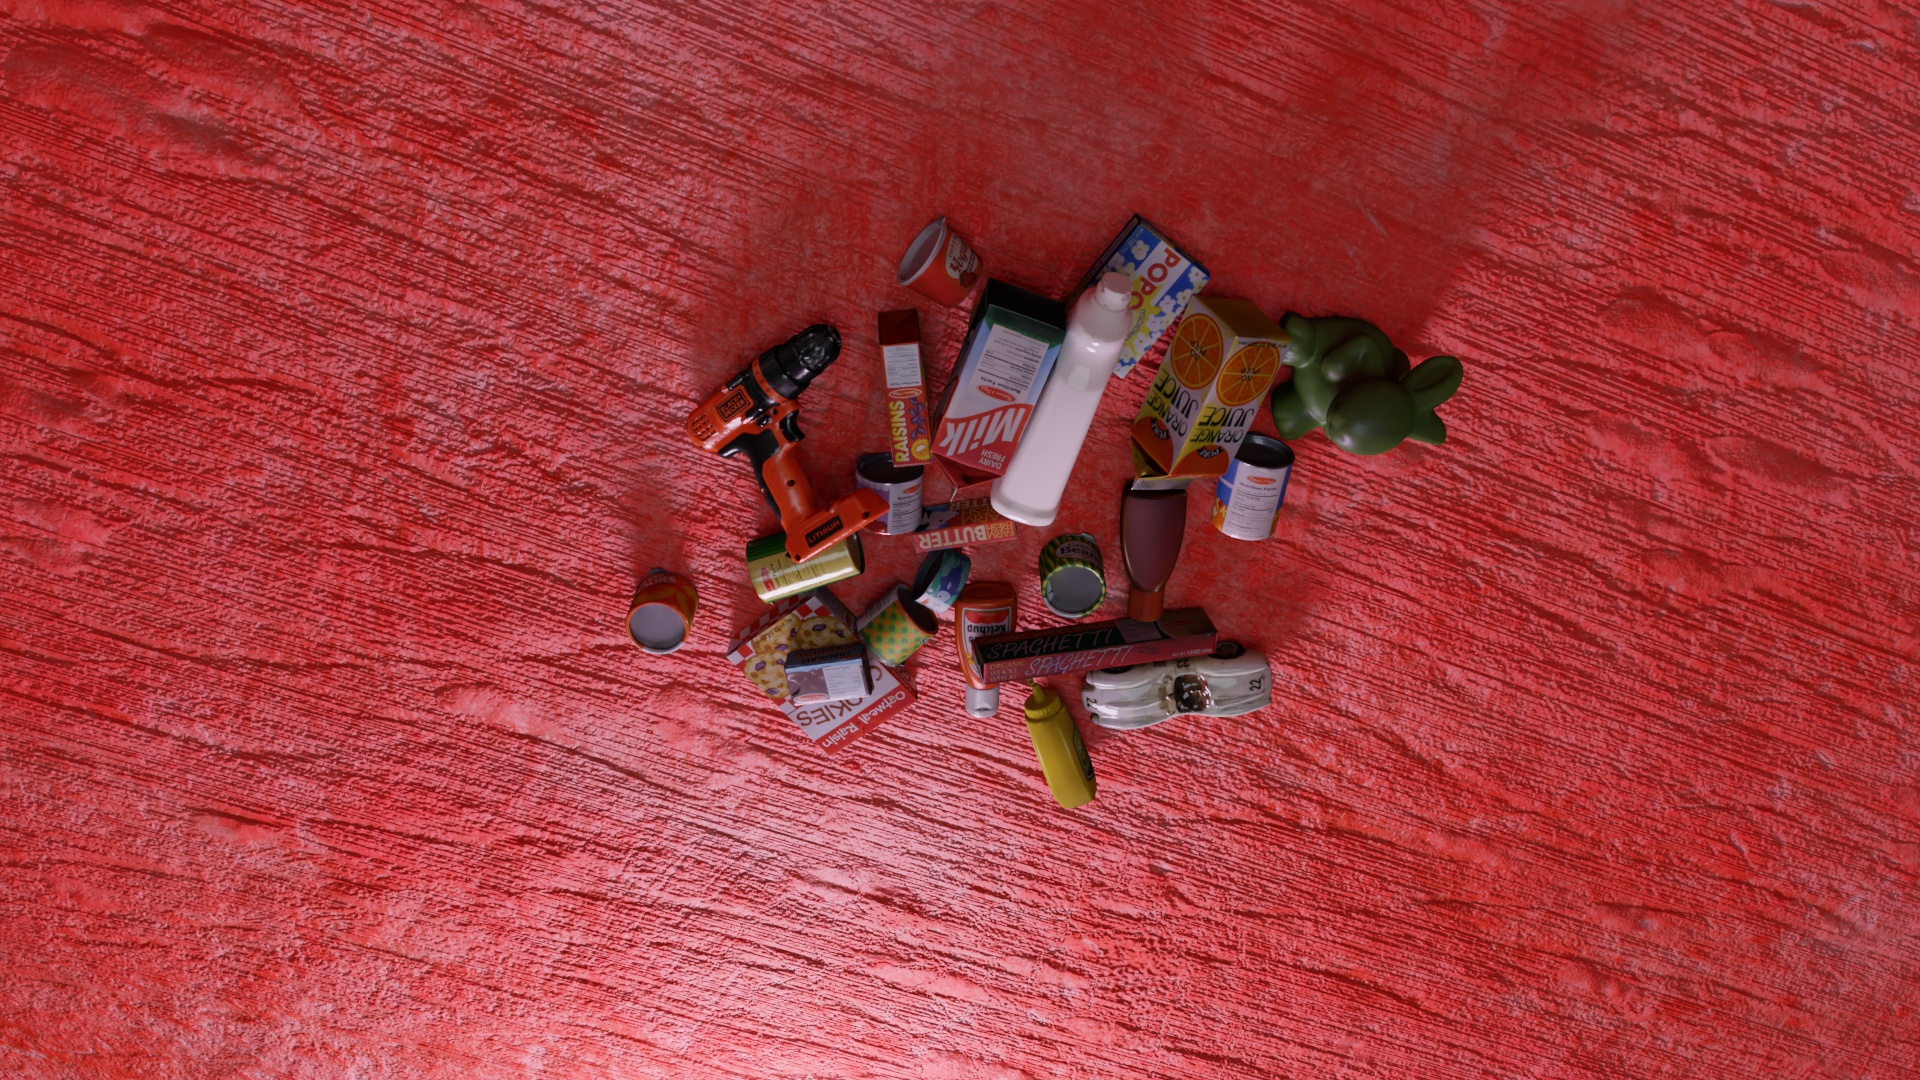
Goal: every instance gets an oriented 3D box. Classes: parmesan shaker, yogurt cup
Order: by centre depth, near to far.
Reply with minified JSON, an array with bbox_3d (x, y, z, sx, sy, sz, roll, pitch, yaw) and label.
[{"bbox_3d":[-0.016,-0.245,1.246,0.054,0.073,0.072,32,115,-25],"label":"yogurt cup"},{"bbox_3d":[-0.153,0.019,1.389,0.103,0.071,0.071,-17,118,8],"label":"parmesan shaker"}]

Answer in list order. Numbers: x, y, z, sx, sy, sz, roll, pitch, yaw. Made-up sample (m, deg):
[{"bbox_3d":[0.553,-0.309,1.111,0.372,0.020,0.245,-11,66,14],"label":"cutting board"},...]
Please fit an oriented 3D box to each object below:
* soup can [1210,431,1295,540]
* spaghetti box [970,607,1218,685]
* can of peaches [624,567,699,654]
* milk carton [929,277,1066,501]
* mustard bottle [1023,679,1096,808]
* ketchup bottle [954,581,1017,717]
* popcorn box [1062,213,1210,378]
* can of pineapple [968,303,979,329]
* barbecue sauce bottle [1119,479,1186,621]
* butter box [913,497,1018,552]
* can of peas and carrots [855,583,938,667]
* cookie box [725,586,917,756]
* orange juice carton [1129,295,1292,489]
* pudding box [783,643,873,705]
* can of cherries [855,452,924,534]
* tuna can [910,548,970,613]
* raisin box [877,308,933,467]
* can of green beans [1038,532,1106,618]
[{"bbox_3d":[0.283,-0.053,1.350,0.071,0.072,0.083,5,124,-3],"label":"soup can"},{"bbox_3d":[0.136,0.107,1.421,0.250,0.050,0.028,-7,120,-9],"label":"spaghetti box"},{"bbox_3d":[-0.307,0.073,1.422,0.071,0.058,0.071,0,120,0],"label":"can of peaches"},{"bbox_3d":[0.025,-0.128,1.238,0.073,0.073,0.189,19,118,-9],"label":"milk carton"},{"bbox_3d":[0.103,0.212,1.499,0.049,0.065,0.159,-17,114,14],"label":"mustard bottle"},{"bbox_3d":[0.025,0.116,1.456,0.065,0.044,0.148,0,120,-3],"label":"ketchup bottle"},{"bbox_3d":[0.155,-0.223,1.272,0.085,0.038,0.126,33,114,-18],"label":"popcorn box"},{"bbox_3d":[0.038,-0.185,1.281,0.071,0.058,0.070,0,119,0],"label":"can of pineapple"},{"bbox_3d":[0.191,0.011,1.399,0.065,0.044,0.147,1,120,0],"label":"barbecue sauce bottle"},{"bbox_3d":[0.005,-0.017,1.376,0.103,0.053,0.024,-8,121,4],"label":"butter box"},{"bbox_3d":[-0.063,0.088,1.427,0.058,0.071,0.071,-41,112,19],"label":"can of peas and carrots"},{"bbox_3d":[-0.144,0.137,1.468,0.122,0.040,0.167,-34,113,17],"label":"cookie box"},{"bbox_3d":[0.223,-0.125,1.291,0.072,0.073,0.191,-1,128,-33],"label":"orange juice carton"},{"bbox_3d":[-0.136,0.137,1.428,0.084,0.030,0.049,-8,119,5],"label":"pudding box"},{"bbox_3d":[-0.071,-0.047,1.355,0.071,0.072,0.058,2,120,-1],"label":"can of cherries"},{"bbox_3d":[-0.019,0.036,1.400,0.033,0.071,0.070,29,115,-16],"label":"tuna can"},{"bbox_3d":[-0.051,-0.142,1.289,0.040,0.086,0.122,-6,119,-2],"label":"raisin box"},{"bbox_3d":[0.113,0.036,1.403,0.071,0.058,0.071,0,119,0],"label":"can of green beans"}]
